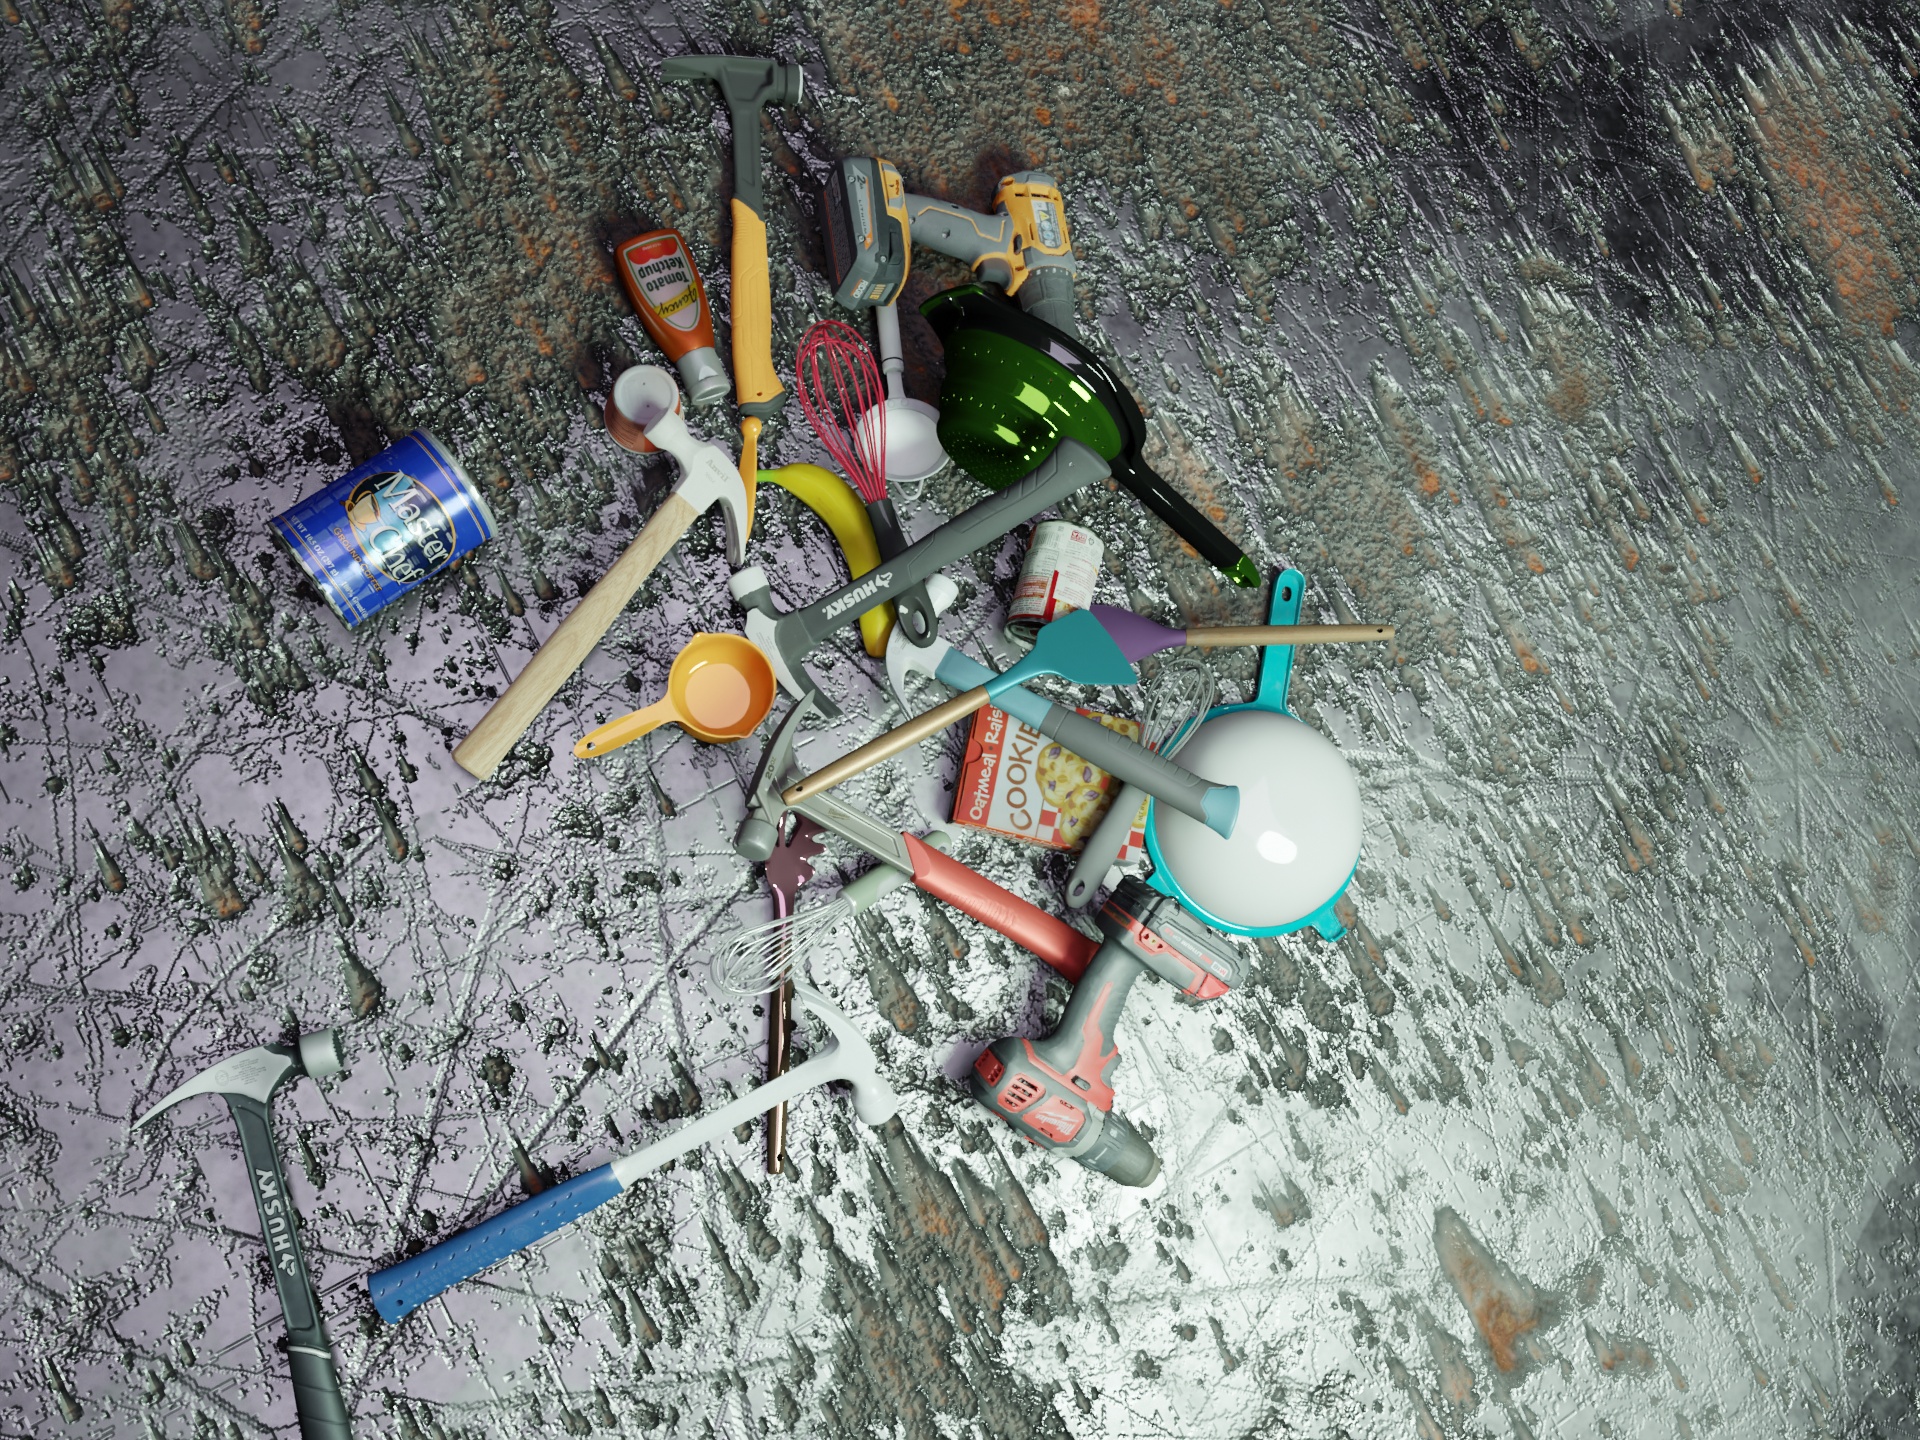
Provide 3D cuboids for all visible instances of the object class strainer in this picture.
[{"bbox_3d":[0.283,0.019,1.399,0.211,0.095,0.340,13,78,-11],"label":"strainer"},{"bbox_3d":[-0.058,-0.306,1.411,0.087,0.050,0.259,-5,75,-6],"label":"strainer"}]

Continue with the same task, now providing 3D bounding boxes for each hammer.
[{"bbox_3d":[-0.294,-0.089,1.300,0.130,0.031,0.331,42,77,-28],"label":"hammer"},{"bbox_3d":[-0.487,0.443,1.162,0.149,0.036,0.409,-14,83,-15],"label":"hammer"},{"bbox_3d":[-0.010,0.121,1.305,0.358,0.036,0.149,31,56,-18],"label":"hammer"},{"bbox_3d":[-0.027,-0.126,1.284,0.335,0.035,0.146,-28,87,21],"label":"hammer"},{"bbox_3d":[0.085,0.002,1.323,0.331,0.033,0.128,28,73,11],"label":"hammer"},{"bbox_3d":[-0.252,0.335,1.205,0.405,0.035,0.144,-26,119,-9],"label":"hammer"},{"bbox_3d":[-0.195,-0.429,1.405,0.127,0.034,0.337,-2,80,-15],"label":"hammer"}]

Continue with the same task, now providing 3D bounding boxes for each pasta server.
[{"bbox_3d":[-0.142,0.205,1.290,0.060,0.040,0.316,7,78,-31],"label":"pasta server"}]

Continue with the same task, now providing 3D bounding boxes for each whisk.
[{"bbox_3d":[0.147,0.052,1.346,0.055,0.055,0.239,31,78,-6],"label":"whisk"},{"bbox_3d":[-0.098,0.152,1.283,0.246,0.057,0.059,-31,50,-34],"label":"whisk"},{"bbox_3d":[-0.075,-0.200,1.337,0.073,0.073,0.296,-17,84,-16],"label":"whisk"}]

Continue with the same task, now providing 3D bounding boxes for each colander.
[{"bbox_3d":[0.106,-0.206,1.374,0.396,0.204,0.094,37,77,-23],"label":"colander"}]

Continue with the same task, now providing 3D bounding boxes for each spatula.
[{"bbox_3d":[0.225,-0.077,1.408,0.316,0.018,0.060,-1,74,2],"label":"spatula"},{"bbox_3d":[-0.002,-0.004,1.275,0.317,0.044,0.082,-27,70,-17],"label":"spatula"}]

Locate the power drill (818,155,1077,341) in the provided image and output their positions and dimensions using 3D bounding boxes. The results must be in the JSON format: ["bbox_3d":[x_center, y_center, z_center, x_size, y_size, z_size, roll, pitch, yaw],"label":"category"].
[{"bbox_3d":[0.000,-0.403,1.407,0.226,0.084,0.185,-2,73,-25],"label":"power drill"}]

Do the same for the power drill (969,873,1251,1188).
[{"bbox_3d":[0.137,0.262,1.301,0.187,0.080,0.227,38,87,-21],"label":"power drill"}]

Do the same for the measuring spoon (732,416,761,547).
[{"bbox_3d":[-0.186,-0.205,1.364,0.021,0.011,0.117,3,84,26],"label":"measuring spoon"}]

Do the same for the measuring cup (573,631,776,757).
[{"bbox_3d":[-0.235,-0.007,1.303,0.173,0.052,0.095,-26,86,-15],"label":"measuring cup"}]
